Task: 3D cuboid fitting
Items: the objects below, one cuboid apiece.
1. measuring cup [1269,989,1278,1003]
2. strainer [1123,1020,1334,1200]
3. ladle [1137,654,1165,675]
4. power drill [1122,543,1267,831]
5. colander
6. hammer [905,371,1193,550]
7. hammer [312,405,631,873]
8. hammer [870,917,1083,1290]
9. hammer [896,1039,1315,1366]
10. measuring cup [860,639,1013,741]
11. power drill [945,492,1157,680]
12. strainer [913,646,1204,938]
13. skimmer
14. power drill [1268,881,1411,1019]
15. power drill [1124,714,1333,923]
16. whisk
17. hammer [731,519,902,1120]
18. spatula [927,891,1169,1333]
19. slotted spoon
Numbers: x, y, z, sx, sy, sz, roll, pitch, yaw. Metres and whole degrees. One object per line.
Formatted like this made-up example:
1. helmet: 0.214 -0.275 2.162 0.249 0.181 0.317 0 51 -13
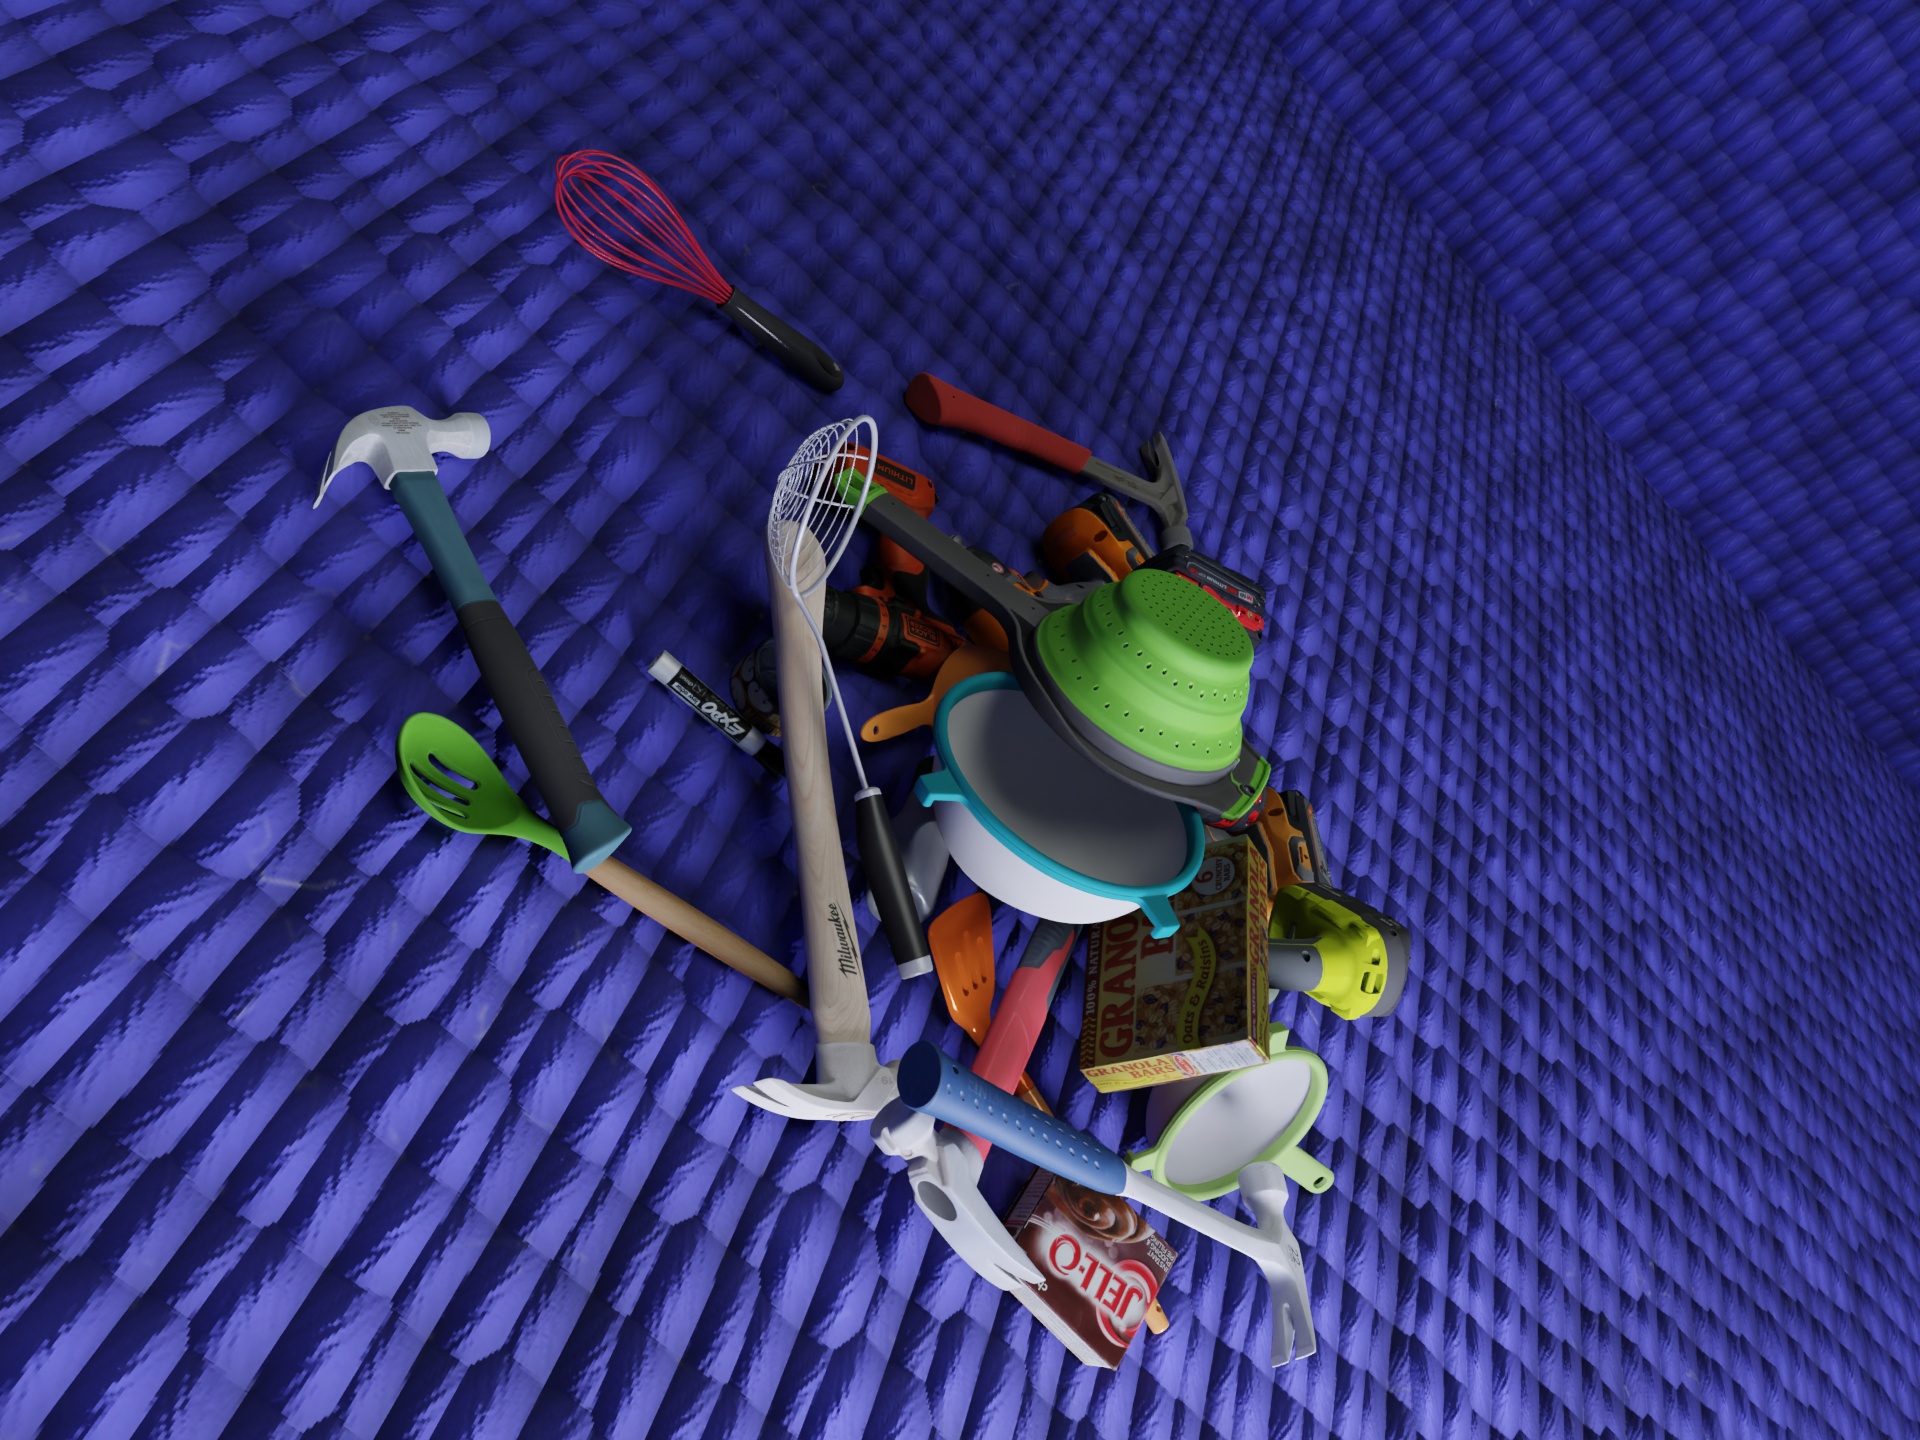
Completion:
1. measuring cup: 0.206 0.205 1.303 0.167 0.038 0.083 6 59 -47
2. strainer: 0.218 0.302 1.212 0.256 0.151 0.069 42 7 -47
3. ladle: 0.213 -0.093 1.525 0.320 0.062 0.078 -48 131 -55
4. power drill: 0.185 -0.027 1.313 0.143 0.078 0.220 22 57 -27
5. colander: 0.080 -0.092 1.169 0.397 0.094 0.204 37 32 7
6. hammer: 0.091 -0.268 1.542 0.358 0.036 0.149 16 52 -40
7. hammer: -0.283 -0.056 0.955 0.128 0.033 0.331 -11 64 -49
8. hammer: 0.055 0.200 1.089 0.143 0.038 0.386 54 32 -14
9. hammer: 0.107 0.299 1.015 0.405 0.035 0.144 36 33 -37
10. measuring cup: -0.002 -0.004 1.191 0.173 0.052 0.095 -18 113 -52
11. power drill: 0.079 -0.118 1.381 0.164 0.084 0.226 54 41 -2
12. strainer: 0.071 0.038 1.165 0.211 0.095 0.341 30 31 -4
13. skimmer: -0.050 -0.018 1.042 0.127 0.090 0.363 51 22 -81
14. power drill: 0.219 0.175 1.231 0.223 0.080 0.171 3 15 -29
15. power drill: 0.207 0.081 1.371 0.226 0.084 0.186 18 49 -32
16. whisk: -0.203 -0.351 1.276 0.295 0.073 0.073 33 42 -36
17. hammer: -0.103 0.052 1.040 0.146 0.038 0.411 19 56 -49
18. spatula: 0.063 0.274 1.098 0.081 0.041 0.322 -23 81 -57
19. slotted spoon: -0.206 0.096 0.955 0.313 0.031 0.070 37 31 -25
